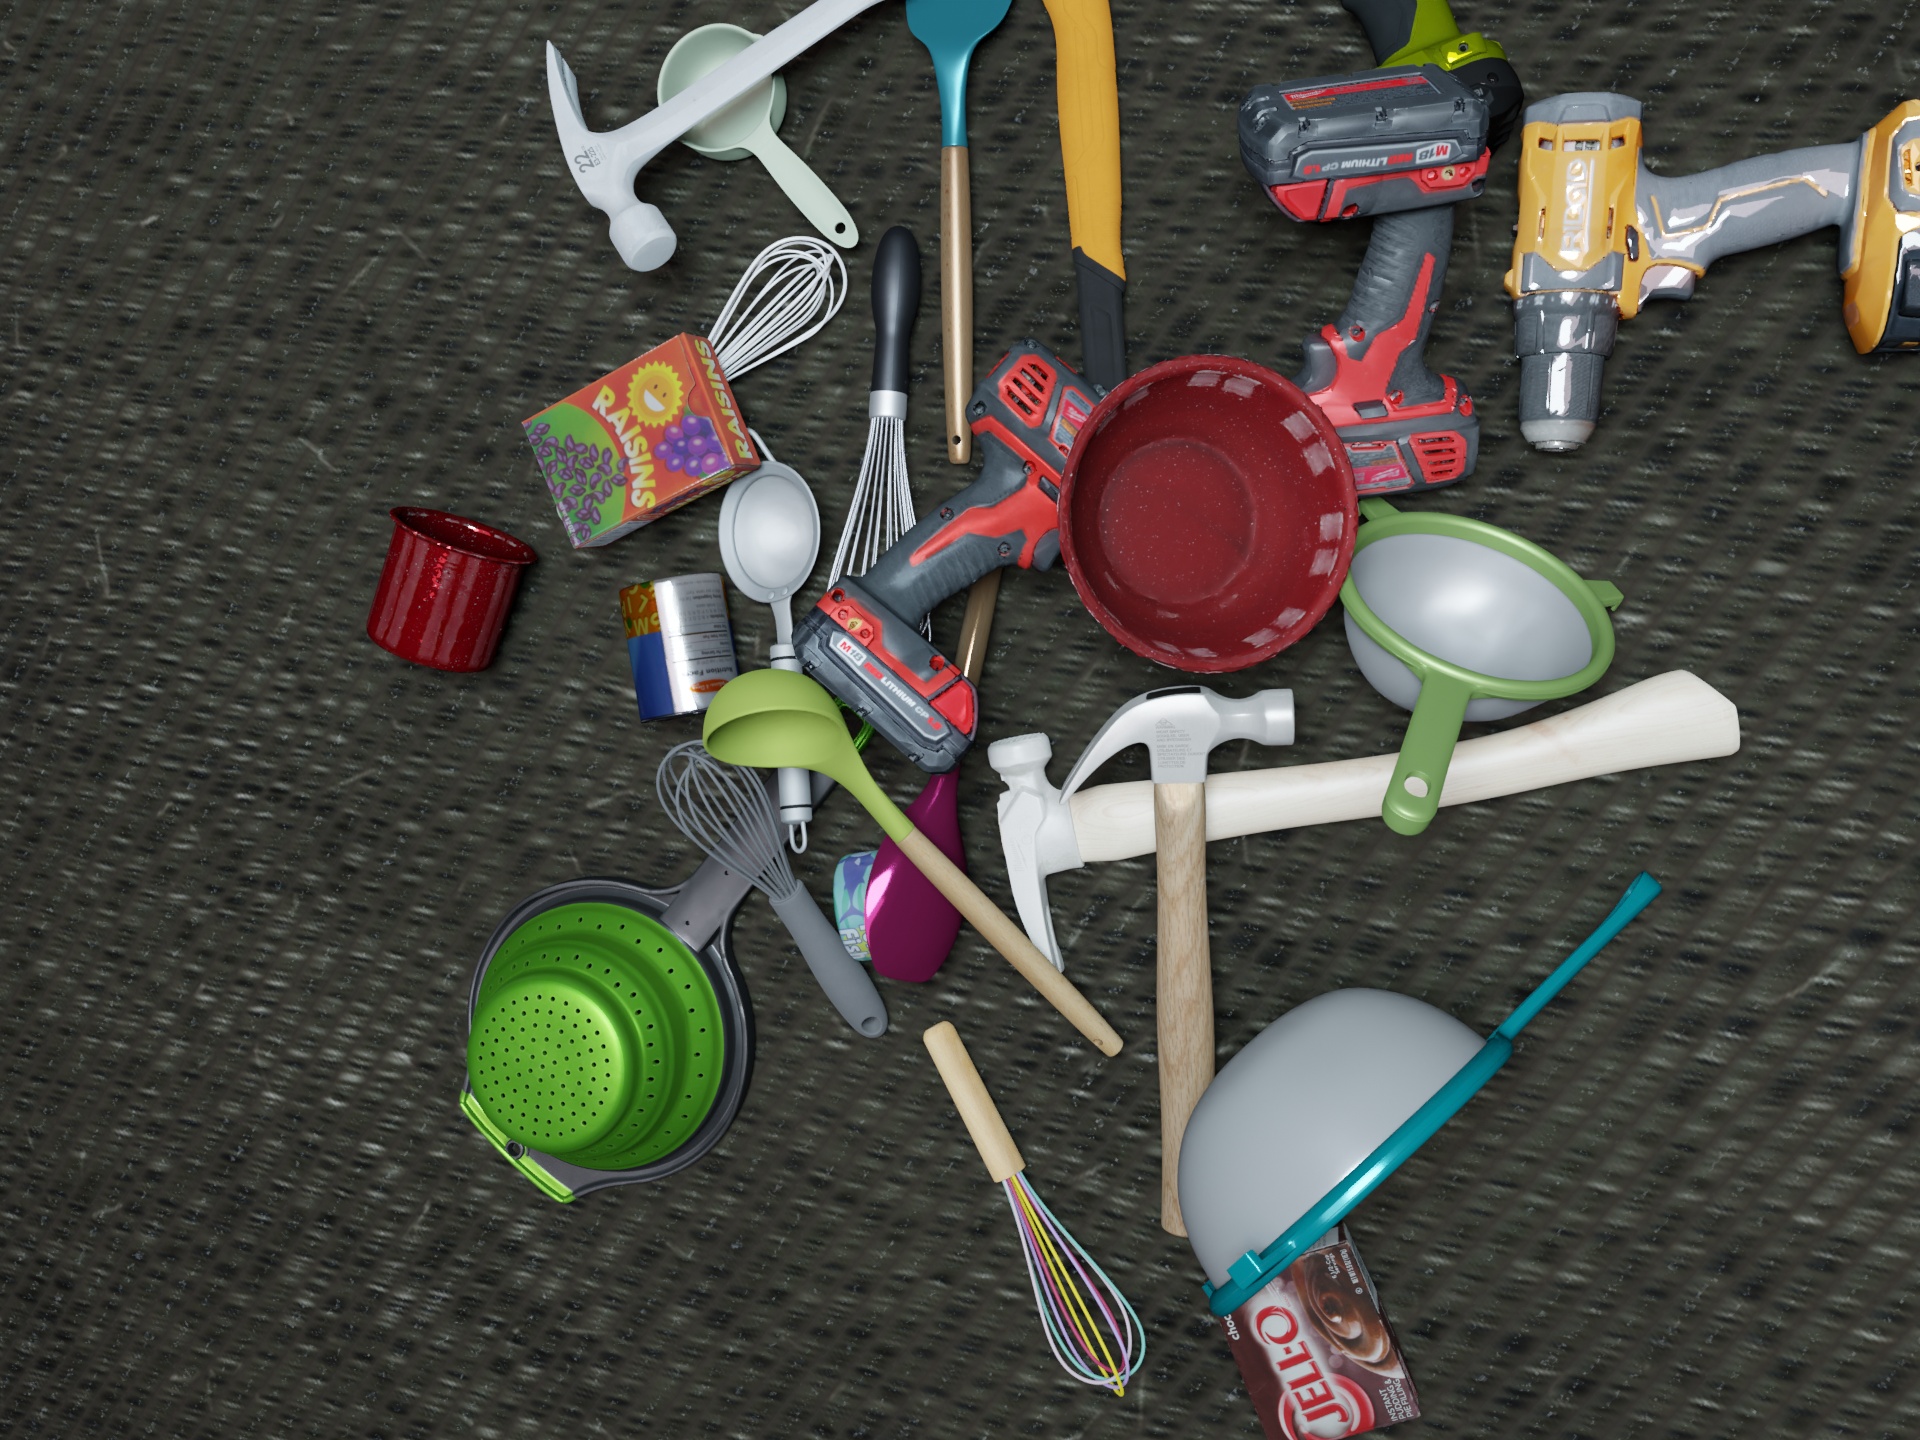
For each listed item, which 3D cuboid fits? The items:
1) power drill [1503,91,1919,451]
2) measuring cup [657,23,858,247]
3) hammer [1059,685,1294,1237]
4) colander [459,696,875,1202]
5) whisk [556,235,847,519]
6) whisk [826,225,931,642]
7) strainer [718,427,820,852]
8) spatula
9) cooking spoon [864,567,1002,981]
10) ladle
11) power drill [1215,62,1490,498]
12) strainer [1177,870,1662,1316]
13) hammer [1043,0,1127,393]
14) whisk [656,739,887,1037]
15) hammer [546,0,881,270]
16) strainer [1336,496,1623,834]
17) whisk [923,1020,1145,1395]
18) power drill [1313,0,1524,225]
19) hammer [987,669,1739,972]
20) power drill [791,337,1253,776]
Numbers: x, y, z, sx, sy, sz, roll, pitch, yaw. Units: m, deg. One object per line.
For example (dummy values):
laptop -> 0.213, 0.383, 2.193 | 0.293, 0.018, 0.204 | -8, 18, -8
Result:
power drill -> 0.404, -0.233, 0.834 | 0.226, 0.084, 0.185 | 5, 95, 17
measuring cup -> -0.114, -0.349, 0.973 | 0.083, 0.038, 0.167 | -42, 85, 12
hammer -> 0.126, 0.143, 0.912 | 0.130, 0.031, 0.331 | -1, 104, 9
colander -> -0.190, 0.143, 0.986 | 0.204, 0.094, 0.397 | 40, 101, 8
whisk -> -0.166, -0.206, 0.990 | 0.246, 0.058, 0.059 | -41, 124, 16
whisk -> -0.046, -0.157, 0.959 | 0.070, 0.070, 0.284 | 3, 88, 13
strainer -> -0.106, -0.048, 0.968 | 0.087, 0.050, 0.258 | -10, 81, 39
spatula -> 0.002, -0.314, 0.955 | 0.082, 0.044, 0.317 | 2, 98, 15
cooking spoon -> -0.001, -0.003, 0.944 | 0.068, 0.017, 0.319 | 15, 84, -30
ladle -> -0.018, 0.090, 0.899 | 0.320, 0.062, 0.078 | 47, 133, -14
power drill -> 0.201, -0.216, 0.835 | 0.143, 0.079, 0.219 | -7, 125, 2
strainer -> 0.234, 0.172, 0.863 | 0.340, 0.210, 0.095 | -40, 70, -11
hammer -> 0.087, -0.289, 0.928 | 0.127, 0.034, 0.337 | -5, 92, 14
whisk -> -0.106, 0.105, 0.945 | 0.055, 0.055, 0.238 | -23, 117, 14
hammer -> -0.059, -0.430, 0.924 | 0.405, 0.035, 0.144 | -33, 79, 4
strainer -> 0.247, -0.012, 0.824 | 0.151, 0.256, 0.069 | 22, 134, 11
whisk -> 0.042, 0.295, 0.967 | 0.051, 0.047, 0.245 | -29, 83, 14
power drill -> 0.193, -0.401, 0.876 | 0.190, 0.080, 0.228 | -19, 86, 12
hammer -> 0.226, 0.048, 0.912 | 0.410, 0.038, 0.146 | -11, 92, 14
power drill -> 0.036, -0.074, 0.884 | 0.188, 0.080, 0.226 | 41, 89, -3
